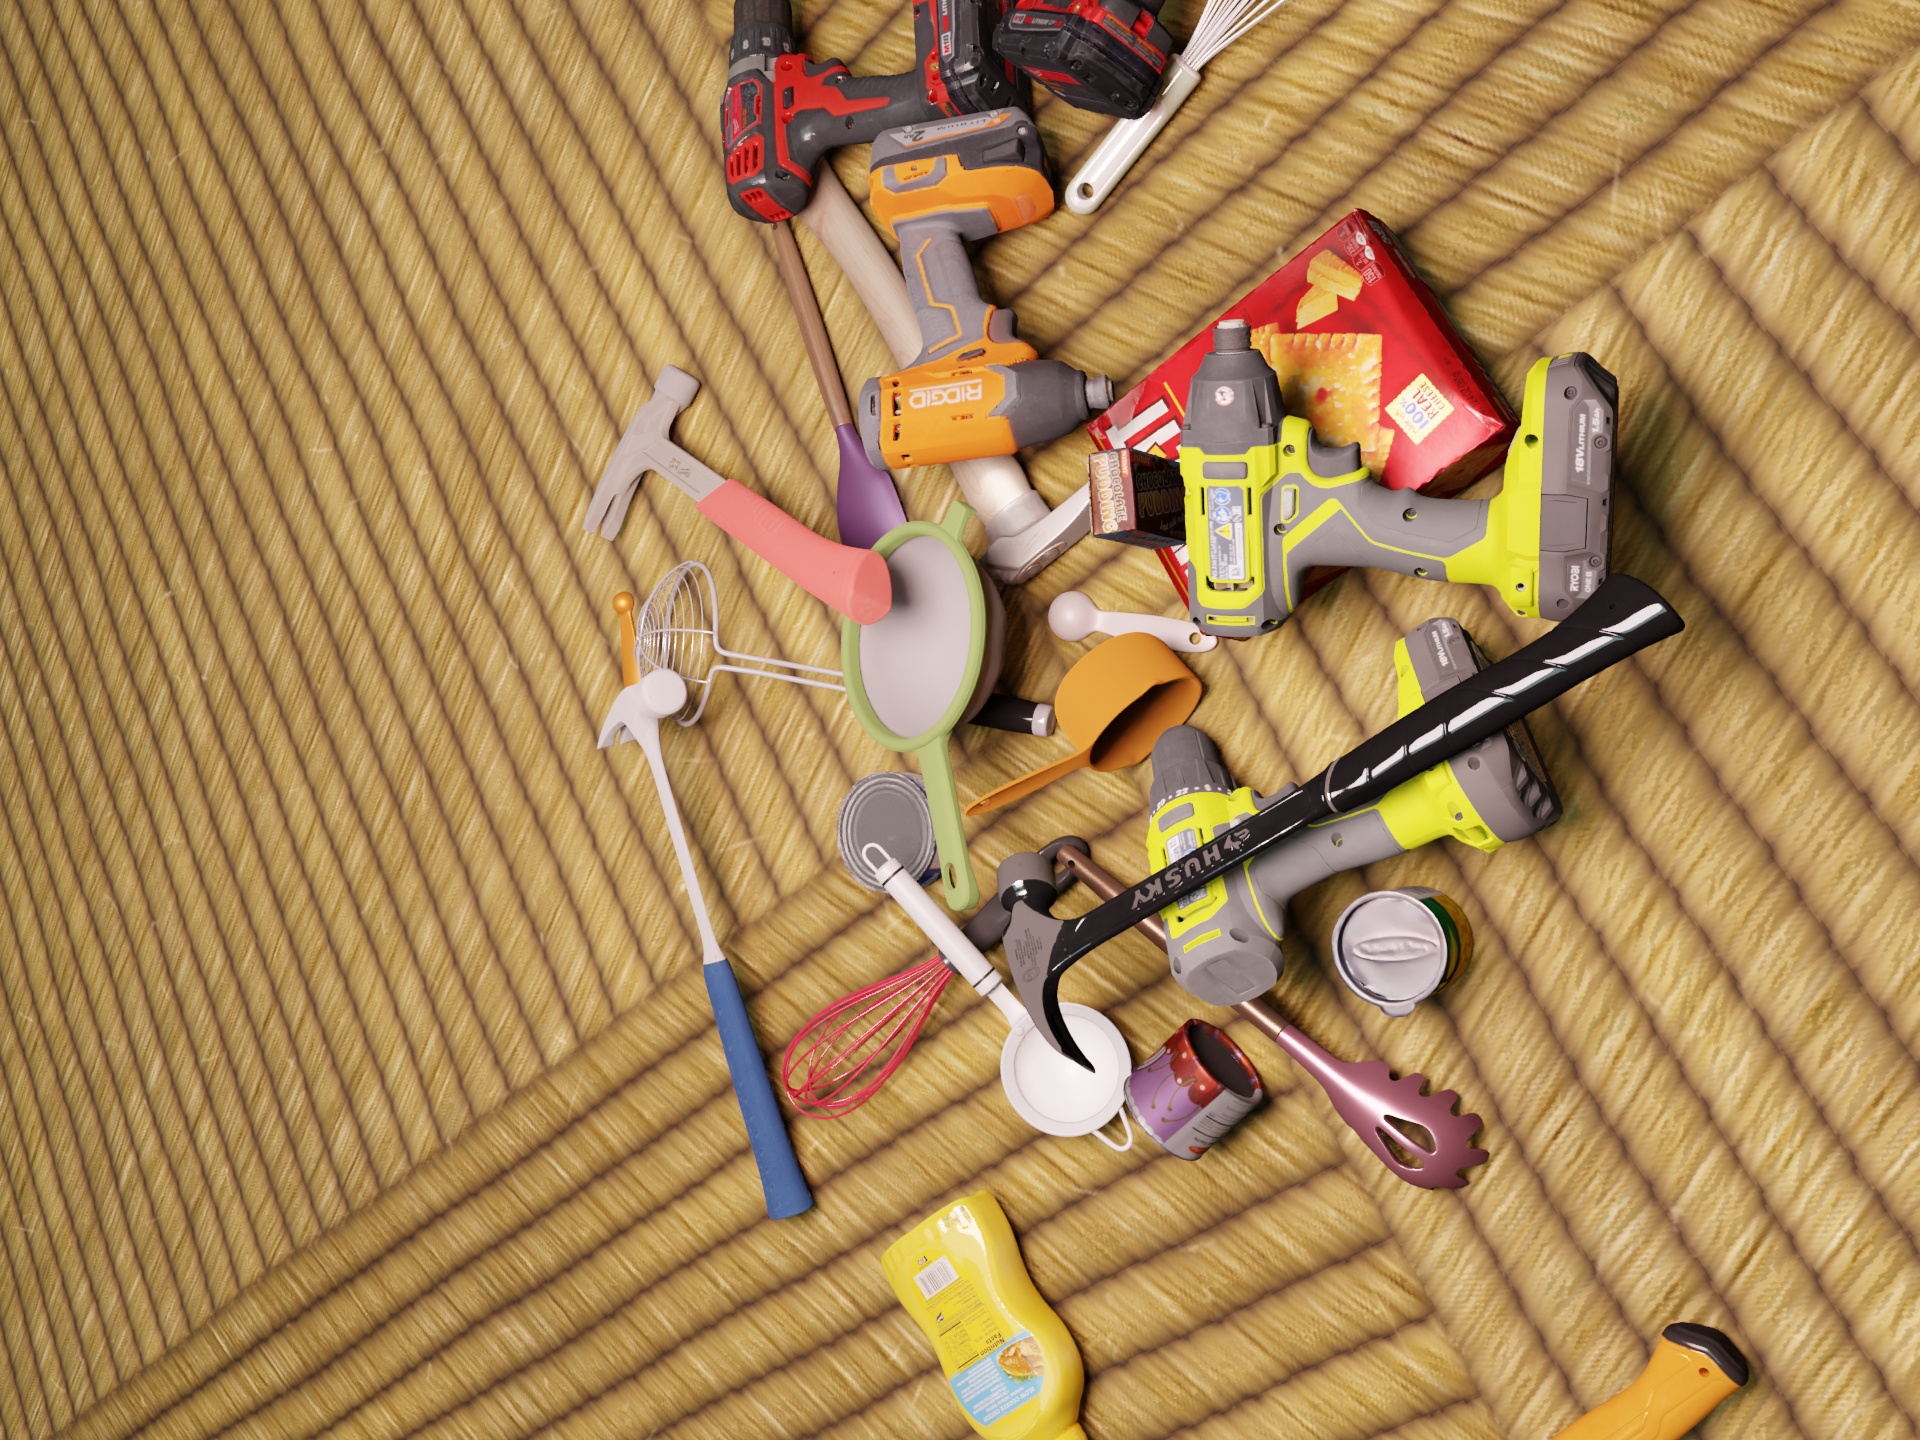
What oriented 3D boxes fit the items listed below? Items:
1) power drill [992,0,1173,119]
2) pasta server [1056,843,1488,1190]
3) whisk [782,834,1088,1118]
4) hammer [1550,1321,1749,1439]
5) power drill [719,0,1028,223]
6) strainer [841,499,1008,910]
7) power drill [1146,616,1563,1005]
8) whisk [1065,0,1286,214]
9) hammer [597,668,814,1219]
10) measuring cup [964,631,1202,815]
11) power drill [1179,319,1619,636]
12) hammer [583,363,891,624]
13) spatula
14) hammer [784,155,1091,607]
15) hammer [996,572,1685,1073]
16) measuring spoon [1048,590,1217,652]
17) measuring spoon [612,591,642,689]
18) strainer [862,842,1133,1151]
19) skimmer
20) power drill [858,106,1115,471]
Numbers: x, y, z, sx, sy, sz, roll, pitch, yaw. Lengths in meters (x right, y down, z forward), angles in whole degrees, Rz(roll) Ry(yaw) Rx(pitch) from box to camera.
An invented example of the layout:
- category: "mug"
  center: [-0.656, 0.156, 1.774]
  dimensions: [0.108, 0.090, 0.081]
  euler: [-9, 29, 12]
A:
- category: "power drill"
  center: [0.118, -0.503, 1.004]
  dimensions: [0.219, 0.078, 0.143]
  euler: [-59, 33, 11]
- category: "pasta server"
  center: [0.180, 0.174, 0.978]
  dimensions: [0.316, 0.040, 0.060]
  euler: [39, 109, 28]
- category: "whisk"
  center: [-0.021, 0.178, 1.102]
  dimensions: [0.296, 0.073, 0.073]
  euler: [-44, 67, 17]
- category: "hammer"
  center: [0.309, 0.456, 0.892]
  dimensions: [0.336, 0.034, 0.127]
  euler: [-50, 64, 21]
- category: "power drill"
  center: [-0.072, -0.468, 1.122]
  dimensions: [0.227, 0.080, 0.188]
  euler: [-10, 74, 27]
- category: "strainer"
  center: [-0.002, -0.003, 1.033]
  dimensions: [0.151, 0.069, 0.256]
  euler: [-29, 66, 47]
- category: "power drill"
  center: [0.208, 0.039, 0.919]
  dimensions: [0.228, 0.080, 0.191]
  euler: [-31, 39, 25]
- category: "whisk"
  center: [0.150, -0.423, 1.015]
  dimensions: [0.058, 0.059, 0.246]
  euler: [41, 117, -3]
- category: "hammer"
  center: [-0.187, 0.169, 1.187]
  dimensions: [0.144, 0.035, 0.405]
  euler: [-22, 84, 60]
- category: "measuring cup"
  center: [0.066, 0.003, 0.995]
  dimensions: [0.173, 0.095, 0.052]
  euler: [-26, 62, -16]
- category: "power drill"
  center: [0.230, -0.130, 0.852]
  dimensions: [0.223, 0.080, 0.171]
  euler: [3, 111, 24]
- category: "hammer"
  center: [-0.163, -0.142, 1.150]
  dimensions: [0.359, 0.036, 0.149]
  euler: [37, 102, 45]
- category: "spatula"
  center: [-0.095, -0.239, 1.182]
  dimensions: [0.060, 0.018, 0.316]
  euler: [-24, 77, 31]
- category: "hammer"
  center: [-0.031, -0.282, 1.132]
  dimensions: [0.146, 0.038, 0.411]
  euler: [-39, 69, 24]
- category: "hammer"
  center: [0.185, 0.047, 0.843]
  dimensions: [0.409, 0.036, 0.149]
  euler: [-34, 40, 25]
- category: "measuring spoon"
  center: [0.110, -0.062, 1.044]
  dimensions: [0.124, 0.018, 0.034]
  euler: [13, 95, 32]
- category: "measuring spoon"
  center: [-0.271, -0.048, 1.293]
  dimensions: [0.021, 0.011, 0.117]
  euler: [-12, 82, 32]
- category: "strainer"
  center: [0.025, 0.177, 1.049]
  dimensions: [0.087, 0.050, 0.258]
  euler: [-43, 84, 7]
- category: "skimmer"
  center: [-0.091, -0.035, 1.168]
  dimensions: [0.363, 0.090, 0.127]
  euler: [11, 99, 22]
- category: "power drill"
  center: [0.017, -0.280, 1.046]
  dimensions: [0.164, 0.084, 0.227]
  euler: [-5, 75, 15]
